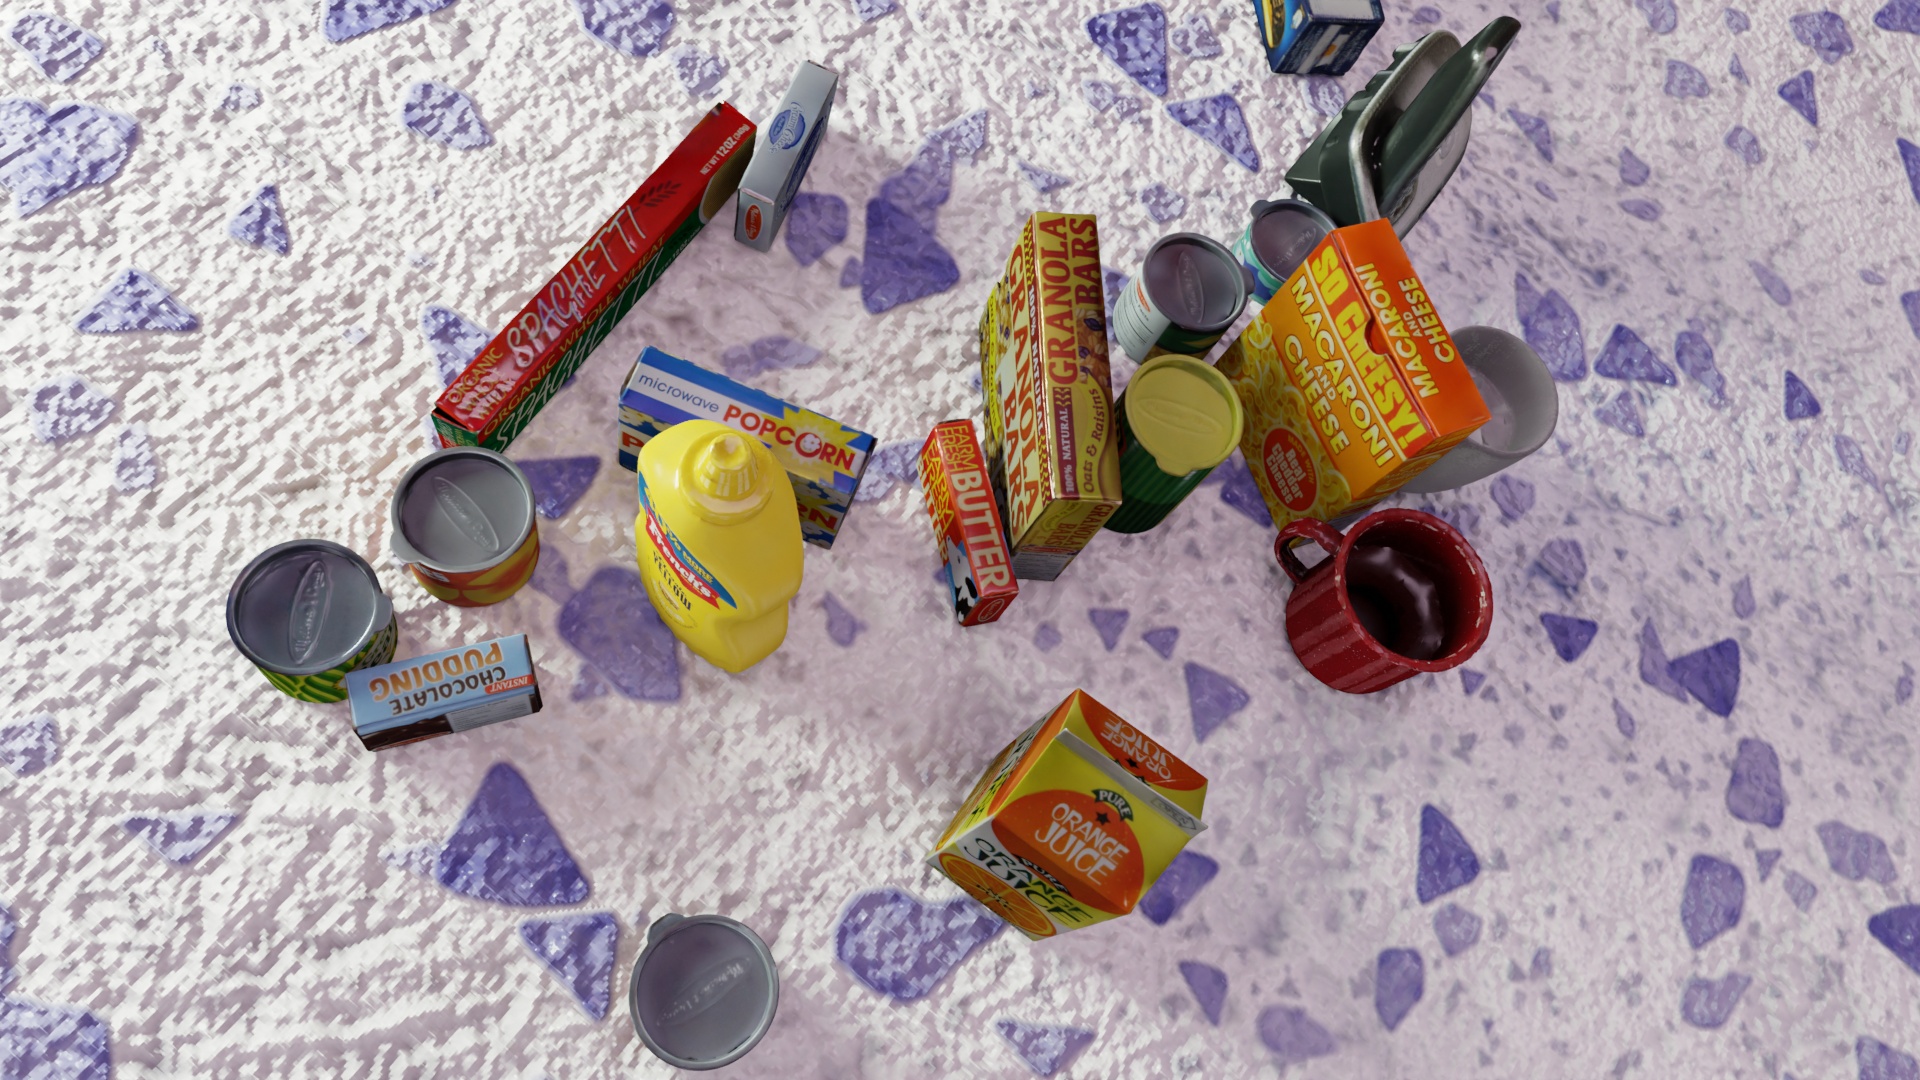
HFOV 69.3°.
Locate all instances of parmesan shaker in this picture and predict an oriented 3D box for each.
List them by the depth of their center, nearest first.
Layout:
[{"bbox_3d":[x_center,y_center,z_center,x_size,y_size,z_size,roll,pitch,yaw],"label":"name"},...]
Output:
[{"bbox_3d":[0.105,-0.048,0.771,0.071,0.102,0.071,5,69,-12],"label":"parmesan shaker"}]

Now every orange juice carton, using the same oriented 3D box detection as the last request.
[{"bbox_3d":[0.049,0.127,0.640,0.072,0.192,0.073,36,66,1],"label":"orange juice carton"}]

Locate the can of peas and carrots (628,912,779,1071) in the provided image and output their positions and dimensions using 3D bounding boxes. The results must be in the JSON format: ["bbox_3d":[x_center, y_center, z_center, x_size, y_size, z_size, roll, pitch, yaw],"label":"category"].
[{"bbox_3d":[-0.121,0.207,0.641,0.071,0.058,0.071,5,69,-12],"label":"can of peas and carrots"}]

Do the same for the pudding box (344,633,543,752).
[{"bbox_3d":[-0.247,0.074,0.667,0.084,0.049,0.030,-13,74,-18],"label":"pudding box"}]

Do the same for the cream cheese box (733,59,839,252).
[{"bbox_3d":[-0.103,-0.225,0.815,0.024,0.053,0.104,22,66,-5],"label":"cream cheese box"}]

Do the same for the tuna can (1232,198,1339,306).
[{"bbox_3d":[0.207,-0.183,0.886,0.071,0.032,0.071,5,69,-12],"label":"tuna can"}]

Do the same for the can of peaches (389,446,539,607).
[{"bbox_3d":[-0.247,-0.004,0.693,0.071,0.058,0.071,5,69,-12],"label":"can of peaches"}]

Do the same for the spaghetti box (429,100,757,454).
[{"bbox_3d":[-0.195,-0.143,0.763,0.029,0.050,0.251,34,66,1],"label":"spaghetti box"}]

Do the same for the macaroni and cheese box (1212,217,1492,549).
[{"bbox_3d":[0.207,-0.081,0.773,0.040,0.165,0.124,-17,75,-19],"label":"macaroni and cheese box"}]

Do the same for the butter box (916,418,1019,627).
[{"bbox_3d":[0.003,-0.010,0.758,0.024,0.053,0.104,-10,72,-17],"label":"butter box"}]

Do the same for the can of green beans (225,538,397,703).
[{"bbox_3d":[-0.306,0.040,0.661,0.071,0.057,0.071,5,69,-12],"label":"can of green beans"}]

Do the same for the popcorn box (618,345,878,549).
[{"bbox_3d":[-0.114,-0.047,0.726,0.127,0.085,0.038,22,66,-5],"label":"popcorn box"}]

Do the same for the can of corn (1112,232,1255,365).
[{"bbox_3d":[0.134,-0.142,0.838,0.071,0.058,0.071,5,69,-12],"label":"can of corn"}]

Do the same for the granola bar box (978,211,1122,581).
[{"bbox_3d":[0.044,-0.075,0.755,0.039,0.123,0.166,2,69,-13],"label":"granola bar box"}]
